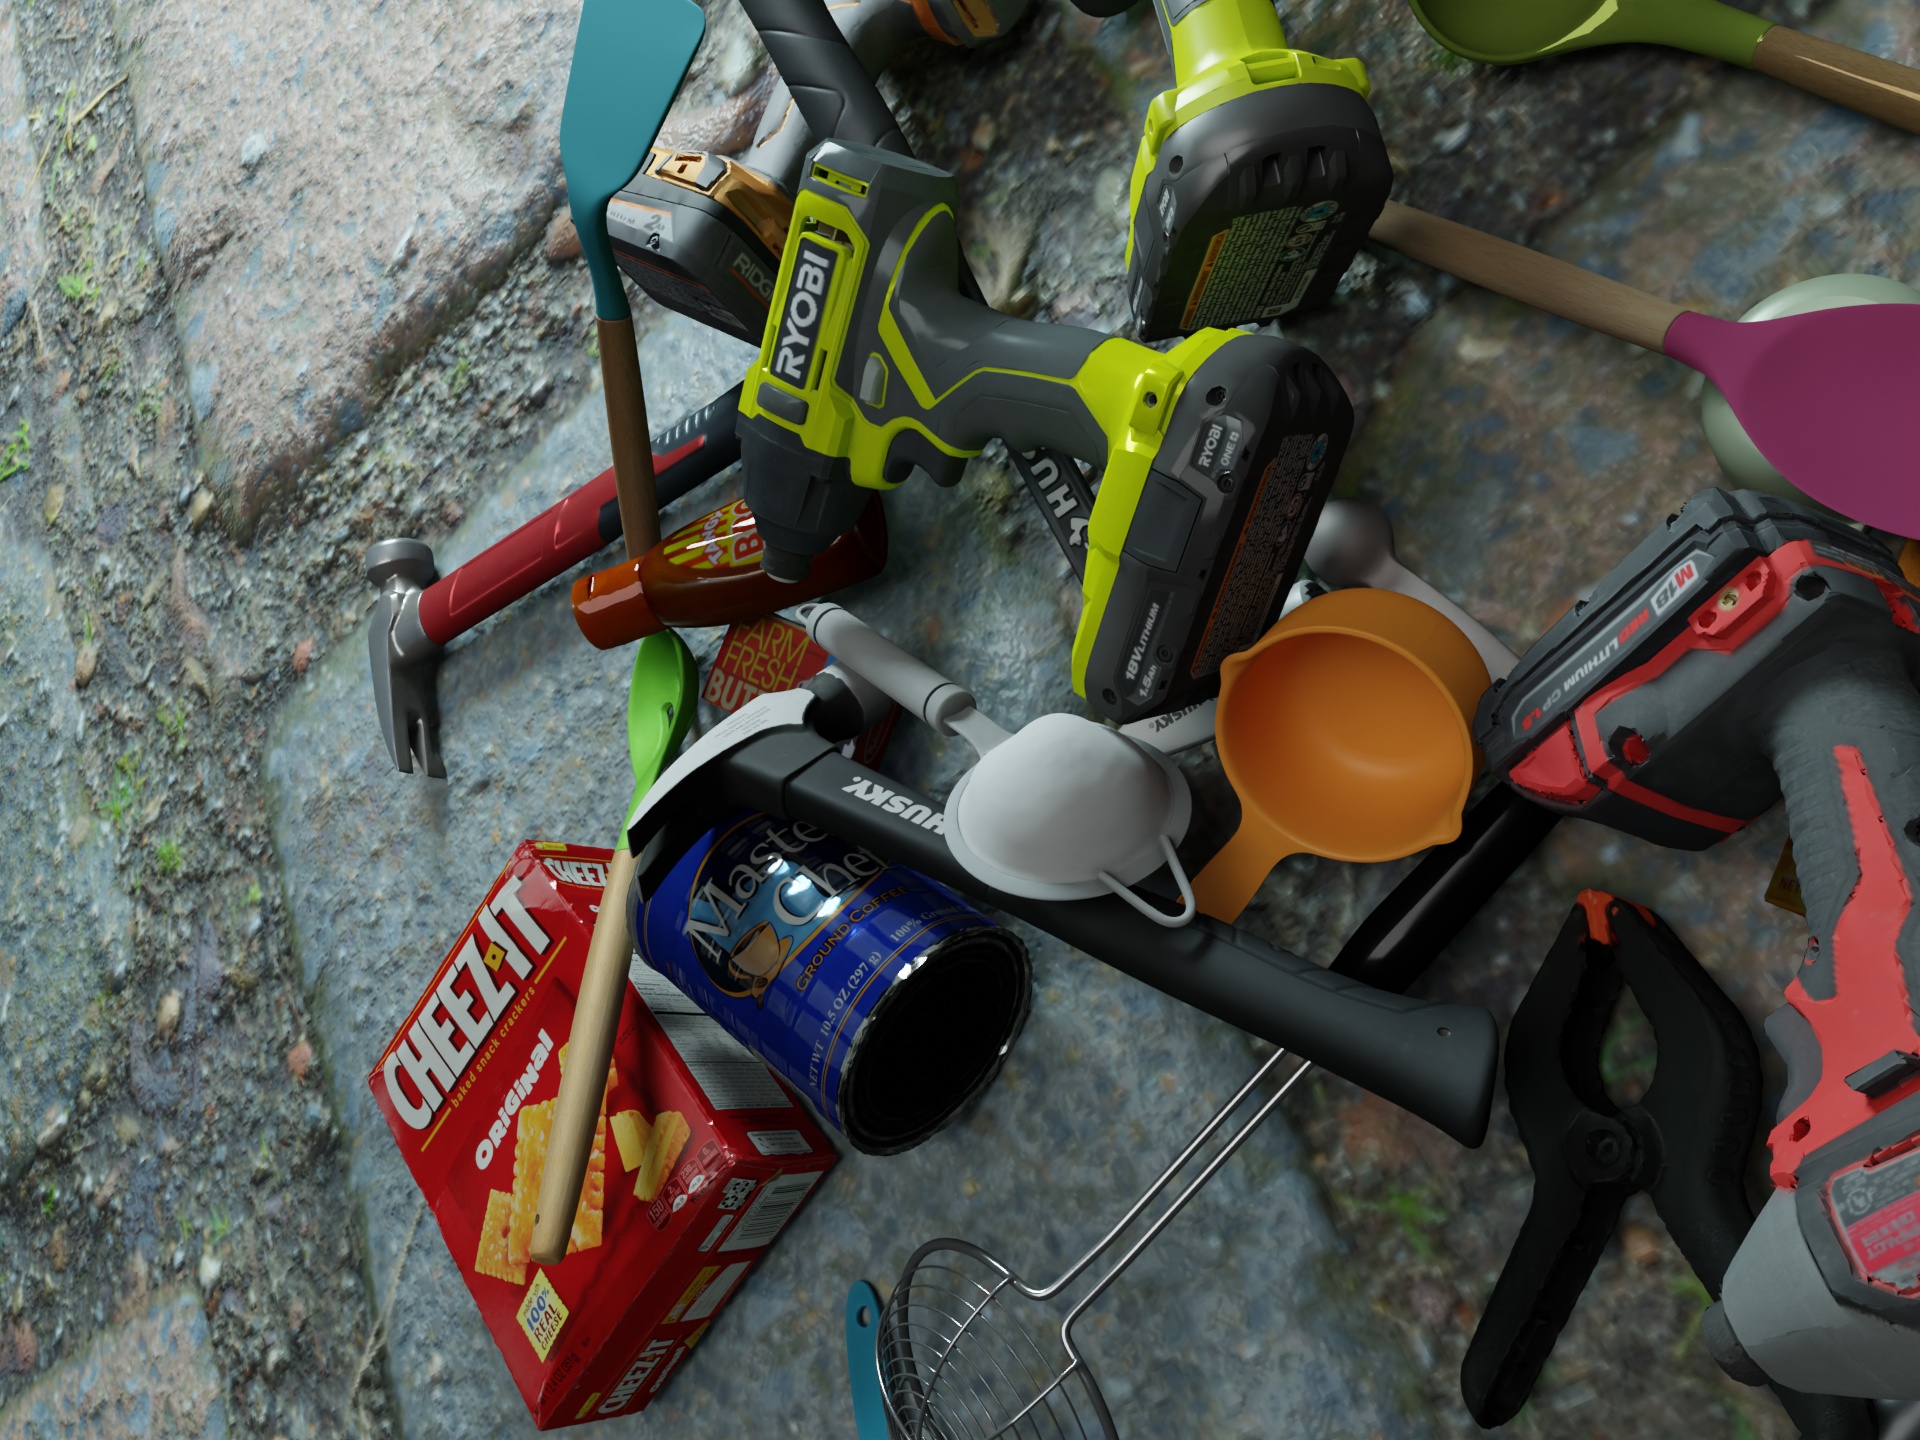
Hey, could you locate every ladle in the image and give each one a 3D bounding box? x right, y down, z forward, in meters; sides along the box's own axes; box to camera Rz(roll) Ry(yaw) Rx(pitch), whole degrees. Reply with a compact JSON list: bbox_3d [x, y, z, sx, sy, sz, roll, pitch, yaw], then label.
[{"bbox_3d":[0.279,-0.211,0.510,0.320,0.062,0.078,41,118,32],"label":"ladle"}]

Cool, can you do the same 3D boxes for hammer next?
[{"bbox_3d":[-0.004,-0.165,0.649,0.149,0.036,0.409,-34,80,30],"label":"hammer"},{"bbox_3d":[0.028,0.063,0.558,0.335,0.146,0.035,22,131,35],"label":"hammer"},{"bbox_3d":[-0.177,-0.100,0.827,0.386,0.038,0.143,-25,67,29],"label":"hammer"}]

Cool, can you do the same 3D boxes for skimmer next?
[{"bbox_3d":[0.100,0.155,0.575,0.363,0.090,0.127,-49,58,5],"label":"skimmer"}]

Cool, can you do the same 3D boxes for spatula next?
[{"bbox_3d":[-0.143,-0.162,0.719,0.082,0.044,0.317,36,140,34],"label":"spatula"}]

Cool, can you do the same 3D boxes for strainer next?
[{"bbox_3d":[-0.001,-0.002,0.598,0.259,0.087,0.050,35,146,49],"label":"strainer"}]

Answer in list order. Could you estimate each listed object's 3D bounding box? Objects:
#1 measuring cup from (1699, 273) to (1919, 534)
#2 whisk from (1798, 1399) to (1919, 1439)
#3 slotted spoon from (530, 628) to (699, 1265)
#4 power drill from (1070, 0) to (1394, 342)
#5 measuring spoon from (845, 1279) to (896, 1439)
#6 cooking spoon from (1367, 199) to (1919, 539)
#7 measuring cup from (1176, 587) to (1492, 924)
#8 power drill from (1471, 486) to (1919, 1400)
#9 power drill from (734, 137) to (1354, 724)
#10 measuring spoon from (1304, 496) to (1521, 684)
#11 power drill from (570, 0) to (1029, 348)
[{"bbox_3d":[0.267,-0.059,0.494,0.083,0.038,0.168,3,79,36],"label":"measuring cup"},{"bbox_3d":[0.308,0.122,0.418,0.070,0.070,0.284,44,110,34],"label":"whisk"},{"bbox_3d":[-0.151,0.084,0.704,0.070,0.031,0.314,-46,31,44],"label":"slotted spoon"},{"bbox_3d":[0.083,-0.269,0.609,0.080,0.190,0.229,-12,79,-4],"label":"power drill"},{"bbox_3d":[-0.027,0.294,0.648,0.042,0.021,0.129,-30,55,28],"label":"measuring spoon"},{"bbox_3d":[0.217,-0.135,0.524,0.069,0.017,0.319,-50,44,4],"label":"cooking spoon"},{"bbox_3d":[0.122,0.026,0.571,0.095,0.052,0.173,38,133,10],"label":"measuring cup"},{"bbox_3d":[0.222,0.057,0.414,0.143,0.078,0.220,-54,30,39],"label":"power drill"},{"bbox_3d":[0.014,-0.097,0.586,0.223,0.080,0.171,31,117,28],"label":"power drill"},{"bbox_3d":[0.167,-0.039,0.575,0.034,0.018,0.124,-50,57,17],"label":"measuring spoon"},{"bbox_3d":[-0.090,-0.306,0.768,0.185,0.084,0.226,31,85,39],"label":"power drill"}]
